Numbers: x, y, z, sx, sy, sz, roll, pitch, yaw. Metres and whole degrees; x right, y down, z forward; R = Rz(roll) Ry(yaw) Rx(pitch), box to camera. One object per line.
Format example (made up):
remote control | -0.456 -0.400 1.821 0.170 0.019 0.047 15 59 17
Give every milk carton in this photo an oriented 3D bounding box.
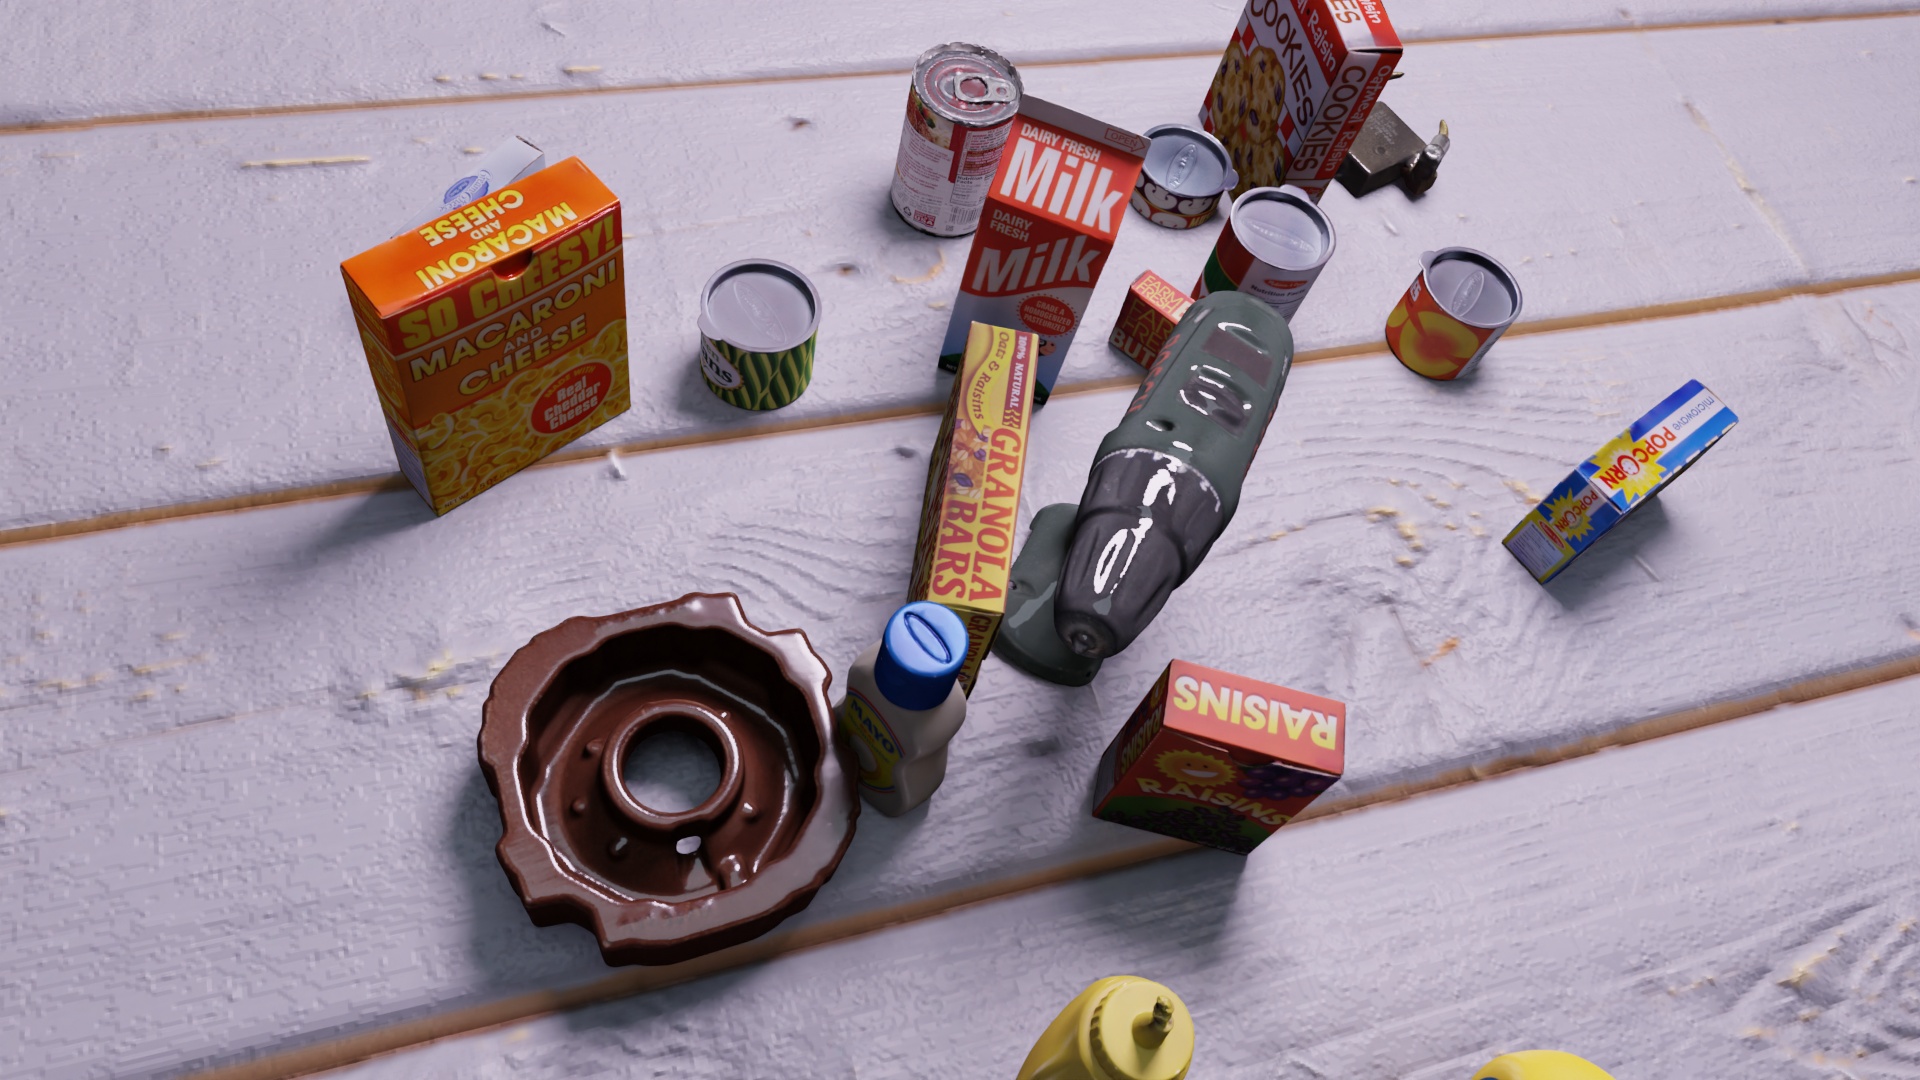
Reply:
milk carton | 0.046 -0.166 0.773 0.072 0.189 0.074 19 58 0

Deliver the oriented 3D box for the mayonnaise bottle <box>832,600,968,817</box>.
mayonnaise bottle | -0.027 0.076 0.640 0.041 0.147 0.065 -34 72 -26

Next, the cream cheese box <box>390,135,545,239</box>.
cream cheese box | -0.277 -0.180 0.793 0.024 0.053 0.104 31 59 7

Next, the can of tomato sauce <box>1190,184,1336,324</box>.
can of tomato sauce | 0.186 -0.169 0.867 0.071 0.082 0.071 5 59 -9

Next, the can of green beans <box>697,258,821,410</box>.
can of green beans | -0.114 -0.116 0.787 0.071 0.057 0.071 5 59 -9

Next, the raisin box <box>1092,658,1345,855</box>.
raisin box | 0.121 0.107 0.667 0.086 0.122 0.040 16 58 -3

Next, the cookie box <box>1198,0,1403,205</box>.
cookie box | 0.215 -0.295 0.897 0.040 0.166 0.123 -5 62 -15

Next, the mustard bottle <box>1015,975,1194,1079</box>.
mustard bottle | 0.062 0.213 0.571 0.049 0.159 0.065 35 60 9

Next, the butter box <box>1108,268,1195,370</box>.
butter box | 0.141 -0.114 0.843 0.103 0.053 0.024 39 60 11

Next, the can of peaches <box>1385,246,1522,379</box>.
can of peaches | 0.315 -0.147 0.896 0.071 0.057 0.071 5 59 -9

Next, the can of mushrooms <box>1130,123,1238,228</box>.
can of mushrooms | 0.148 -0.243 0.931 0.071 0.033 0.071 5 59 -9

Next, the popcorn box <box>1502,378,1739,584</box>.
popcorn box | 0.395 -0.036 0.831 0.127 0.084 0.038 -31 71 -26

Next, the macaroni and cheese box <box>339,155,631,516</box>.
macaroni and cheese box | -0.226 -0.097 0.689 0.124 0.165 0.040 -36 73 -27

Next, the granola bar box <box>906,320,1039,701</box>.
granola bar box | 0.003 -0.009 0.710 0.039 0.123 0.166 12 59 -5
